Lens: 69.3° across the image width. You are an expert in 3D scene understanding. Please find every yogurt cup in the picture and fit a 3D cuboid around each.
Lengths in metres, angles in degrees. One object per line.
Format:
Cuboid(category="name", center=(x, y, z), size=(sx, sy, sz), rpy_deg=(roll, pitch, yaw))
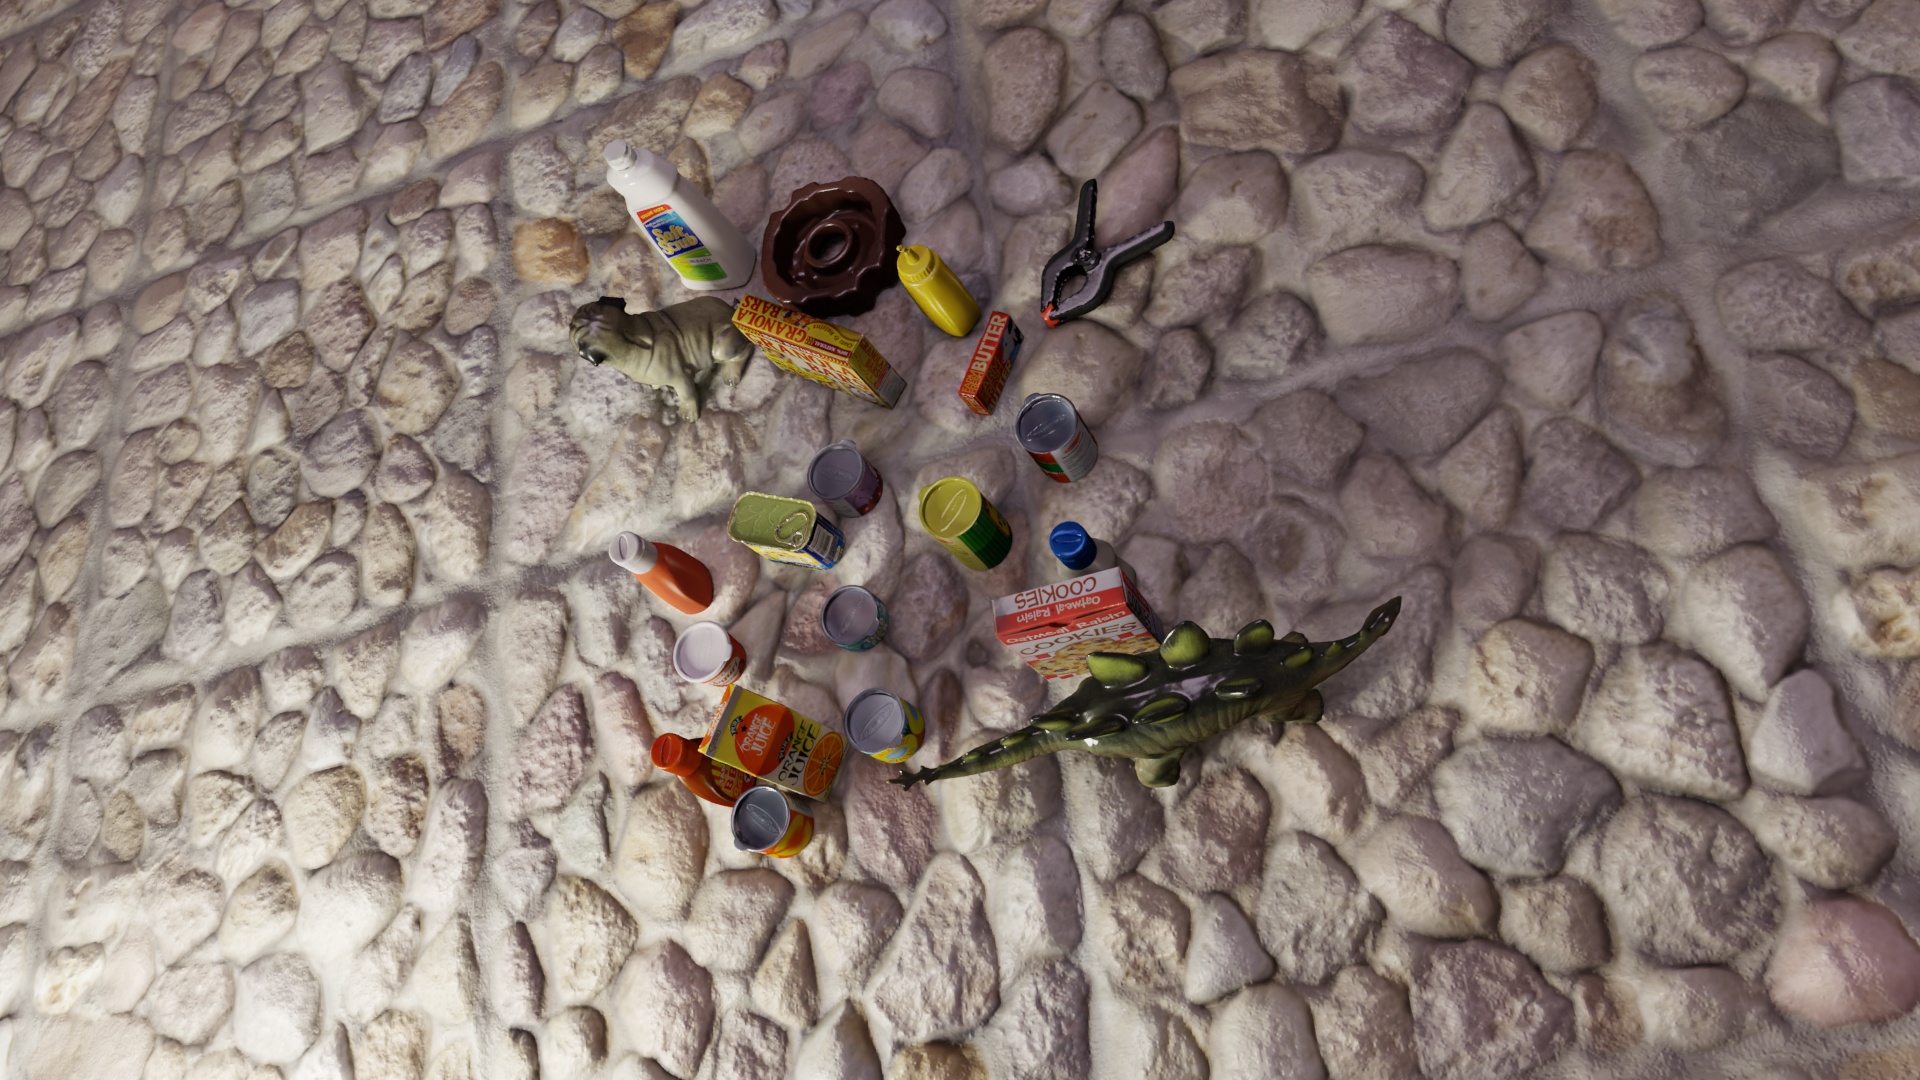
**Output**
Cuboid(category="yogurt cup", center=(-0.267, 0.125, 1.494), size=(0.072, 0.054, 0.072), rpy_deg=(-7, 68, 19))

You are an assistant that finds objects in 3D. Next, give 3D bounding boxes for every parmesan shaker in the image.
Cuboid(category="parmesan shaker", center=(0.005, -0.018, 1.417), size=(0.071, 0.103, 0.071), rpy_deg=(-8, 68, 19))

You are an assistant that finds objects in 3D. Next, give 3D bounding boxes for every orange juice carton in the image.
Cuboid(category="orange juice carton", center=(-0.187, 0.195, 1.357), size=(0.073, 0.192, 0.072), rpy_deg=(18, 78, 26))

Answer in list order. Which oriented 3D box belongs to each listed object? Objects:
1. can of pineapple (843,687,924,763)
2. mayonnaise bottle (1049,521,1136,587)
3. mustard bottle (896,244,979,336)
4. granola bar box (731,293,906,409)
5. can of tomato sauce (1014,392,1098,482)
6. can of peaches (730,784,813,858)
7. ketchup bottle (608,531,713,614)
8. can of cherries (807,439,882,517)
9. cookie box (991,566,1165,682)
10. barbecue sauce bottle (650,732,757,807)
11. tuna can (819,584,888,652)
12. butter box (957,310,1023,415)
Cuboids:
Cuboid(category="can of pineapple", center=(-0.075, 0.188, 1.393), size=(0.071, 0.057, 0.071), rpy_deg=(-7, 68, 19))
Cuboid(category="mayonnaise bottle", center=(0.123, 0.023, 1.329), size=(0.065, 0.148, 0.041), rpy_deg=(-2, 70, 21))
Cuboid(category="mustard bottle", center=(-0.031, -0.278, 1.500), size=(0.065, 0.160, 0.049), rpy_deg=(35, 85, 28))
Cuboid(category="granola bar box", center=(-0.157, -0.208, 1.543), size=(0.166, 0.124, 0.039), rpy_deg=(22, 80, 27))
Cuboid(category="can of tomato sauce", center=(0.098, -0.105, 1.426), size=(0.071, 0.083, 0.071), rpy_deg=(-7, 68, 19))
Cuboid(category="can of peaches", center=(-0.190, 0.286, 1.399), size=(0.071, 0.058, 0.071), rpy_deg=(-7, 68, 19))
Cuboid(category="ketchup bottle", center=(-0.322, 0.031, 1.499), size=(0.043, 0.148, 0.065), rpy_deg=(-20, 64, 13))
Cuboid(category="can of cherries", center=(-0.123, -0.067, 1.511), size=(0.071, 0.058, 0.072), rpy_deg=(-7, 68, 19))
Cuboid(category="cookie box", center=(0.114, 0.082, 1.298), size=(0.123, 0.167, 0.040), rpy_deg=(-16, 65, 15))
Cuboid(category="barbecue sauce bottle", center=(-0.257, 0.226, 1.397), size=(0.043, 0.148, 0.065), rpy_deg=(-3, 69, 21))
Cuboid(category="tuna can", center=(-0.109, 0.083, 1.462), size=(0.071, 0.032, 0.071), rpy_deg=(-7, 67, 19))
Cuboid(category="butter box", center=(0.034, -0.191, 1.502), size=(0.024, 0.053, 0.103), rpy_deg=(17, 77, 26))
